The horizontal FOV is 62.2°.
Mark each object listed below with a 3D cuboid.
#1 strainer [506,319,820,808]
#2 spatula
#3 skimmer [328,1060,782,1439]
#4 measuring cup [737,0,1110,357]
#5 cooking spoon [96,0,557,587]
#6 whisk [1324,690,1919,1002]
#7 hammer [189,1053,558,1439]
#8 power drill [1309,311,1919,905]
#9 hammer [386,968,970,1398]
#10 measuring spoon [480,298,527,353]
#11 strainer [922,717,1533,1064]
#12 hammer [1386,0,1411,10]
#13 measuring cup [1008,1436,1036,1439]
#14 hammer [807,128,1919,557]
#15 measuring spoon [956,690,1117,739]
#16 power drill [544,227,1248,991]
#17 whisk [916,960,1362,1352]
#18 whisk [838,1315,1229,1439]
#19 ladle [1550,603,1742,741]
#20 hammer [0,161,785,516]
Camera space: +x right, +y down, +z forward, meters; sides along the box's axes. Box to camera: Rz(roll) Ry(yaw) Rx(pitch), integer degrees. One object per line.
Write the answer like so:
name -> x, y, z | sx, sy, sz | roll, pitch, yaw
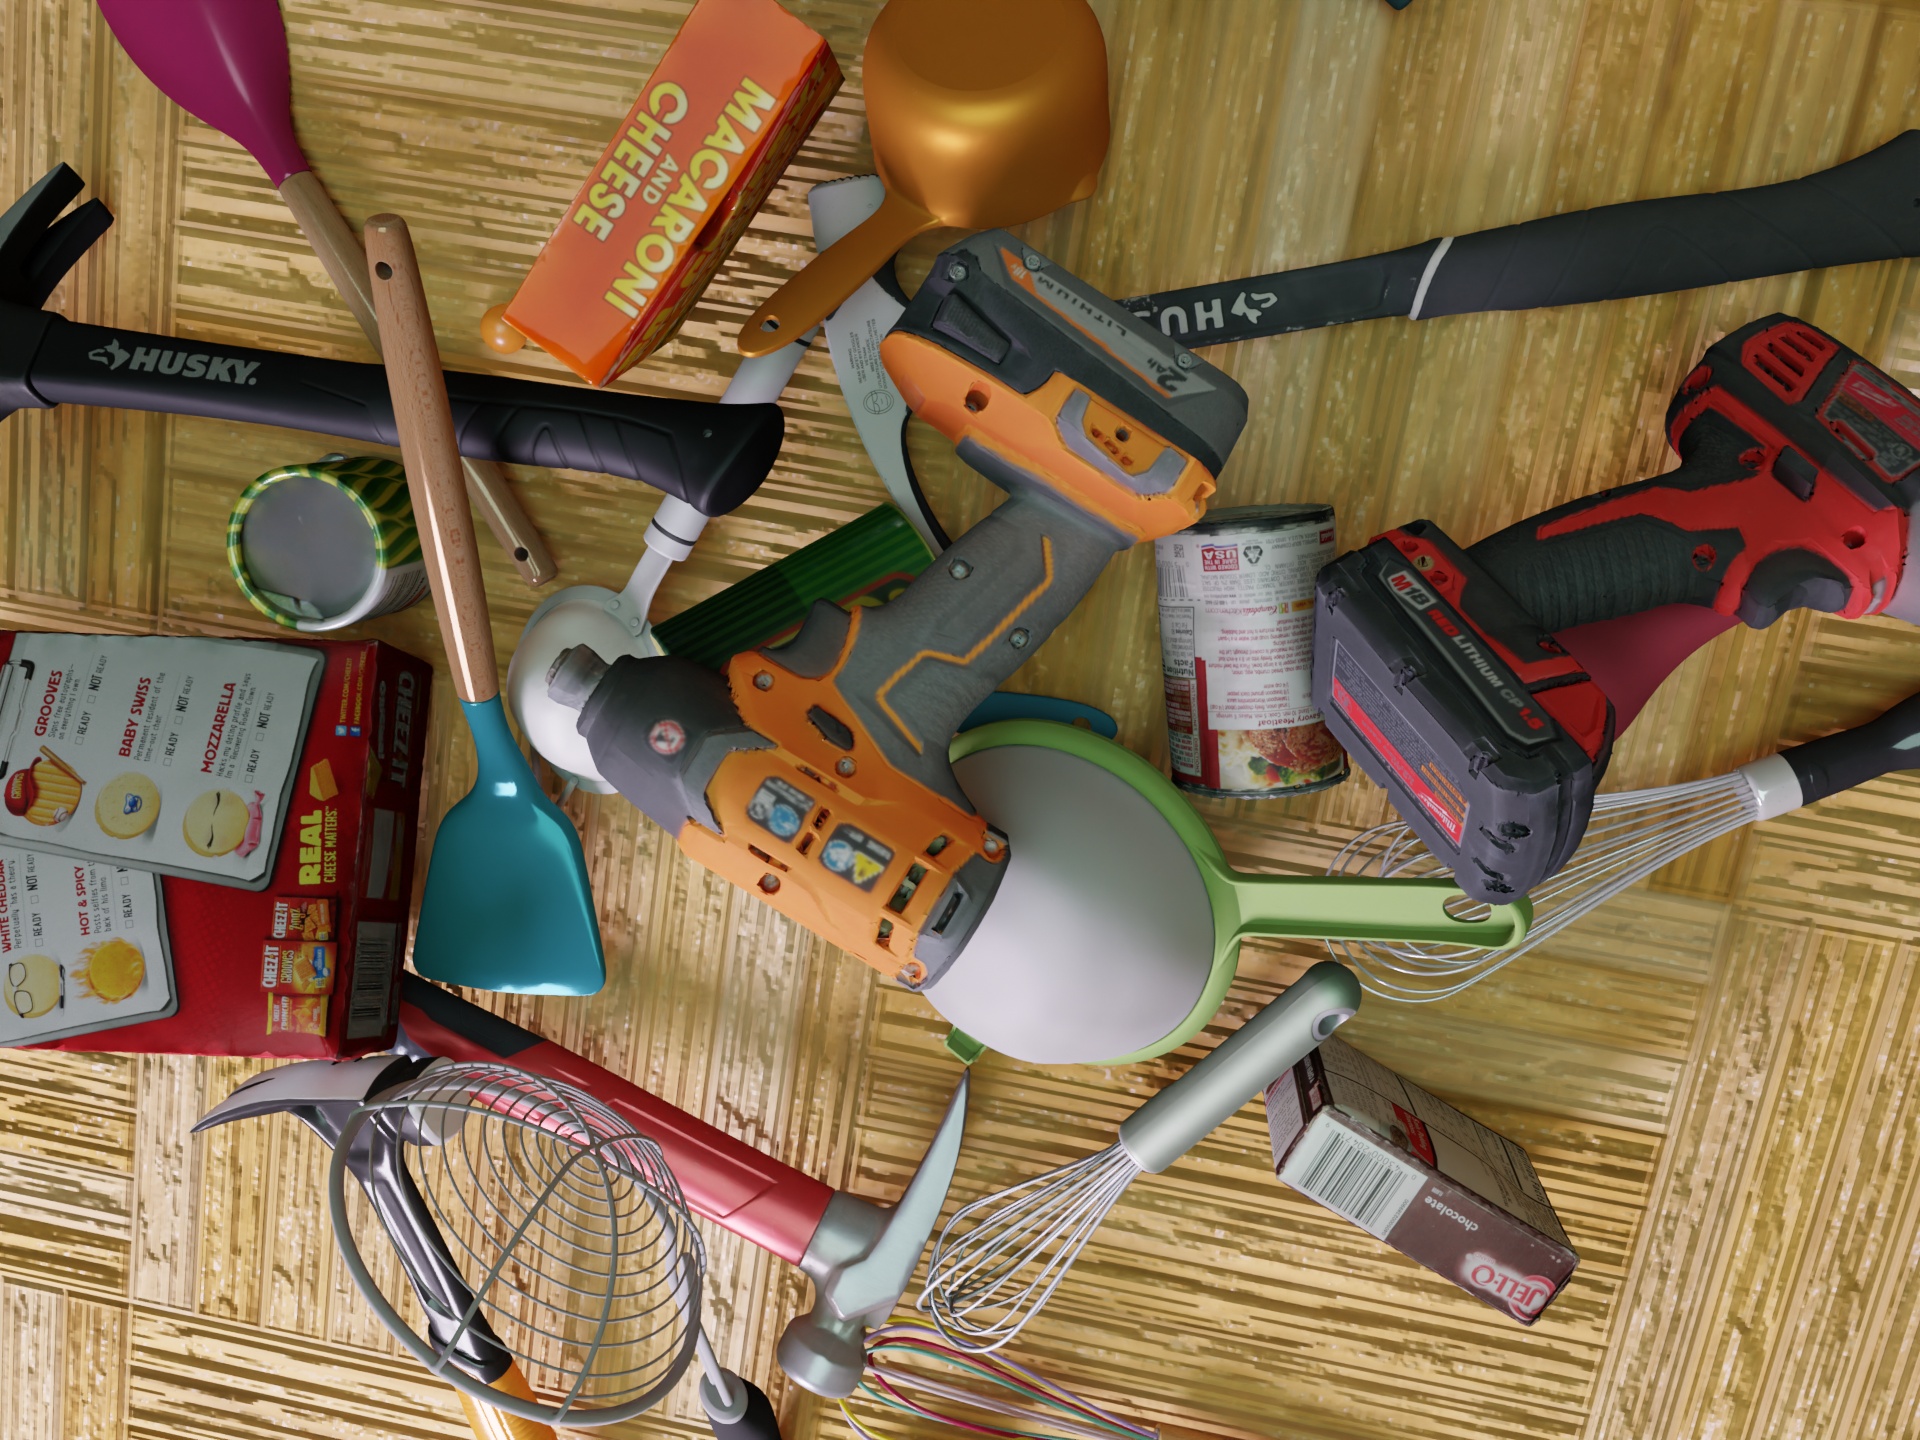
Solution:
strainer -> -0.120, -0.066, 0.623 | 0.087, 0.050, 0.258 | 39, 107, 20
spatula -> -0.182, -0.025, 0.580 | 0.082, 0.044, 0.317 | 5, 128, 5
skimmer -> -0.124, 0.242, 0.585 | 0.090, 0.127, 0.362 | -25, 142, -17
measuring cup -> -0.019, -0.195, 0.546 | 0.095, 0.052, 0.173 | 37, 72, 19
cooking spoon -> -0.251, -0.193, 0.635 | 0.069, 0.017, 0.319 | -30, 96, 13
whisk -> 0.275, 0.038, 0.604 | 0.284, 0.070, 0.070 | -20, 99, 6
hammer -> -0.212, 0.293, 0.697 | 0.127, 0.034, 0.336 | -9, 111, 25
power drill -> 0.238, -0.039, 0.525 | 0.219, 0.078, 0.143 | -28, 57, -8
hammer -> -0.187, 0.134, 0.680 | 0.386, 0.038, 0.143 | 26, 88, 4
measuring spoon -> -0.148, -0.188, 0.626 | 0.117, 0.011, 0.021 | -41, 95, 13
strainer -> 0.069, 0.078, 0.577 | 0.256, 0.069, 0.151 | -2, 110, 33
hammer -> 0.016, -0.311, 0.571 | 0.331, 0.033, 0.128 | 14, 104, 4
measuring cup -> -0.006, 0.327, 0.680 | 0.062, 0.029, 0.156 | 24, 128, -14
hammer -> 0.153, -0.154, 0.586 | 0.409, 0.036, 0.149 | -7, 102, 8
measuring spoon -> -0.001, -0.002, 0.642 | 0.128, 0.021, 0.042 | 7, 103, 7
power drill -> -0.023, -0.045, 0.536 | 0.164, 0.084, 0.226 | 31, 86, -6
whisk -> 0.068, 0.177, 0.646 | 0.057, 0.059, 0.246 | 24, 119, -43
whisk -> 0.064, 0.307, 0.692 | 0.245, 0.047, 0.051 | 15, 115, -1
ladle -> 0.326, -0.060, 0.590 | 0.315, 0.031, 0.069 | -25, 98, 9
hammer -> -0.230, -0.125, 0.595 | 0.335, 0.035, 0.146 | 8, 71, 8
